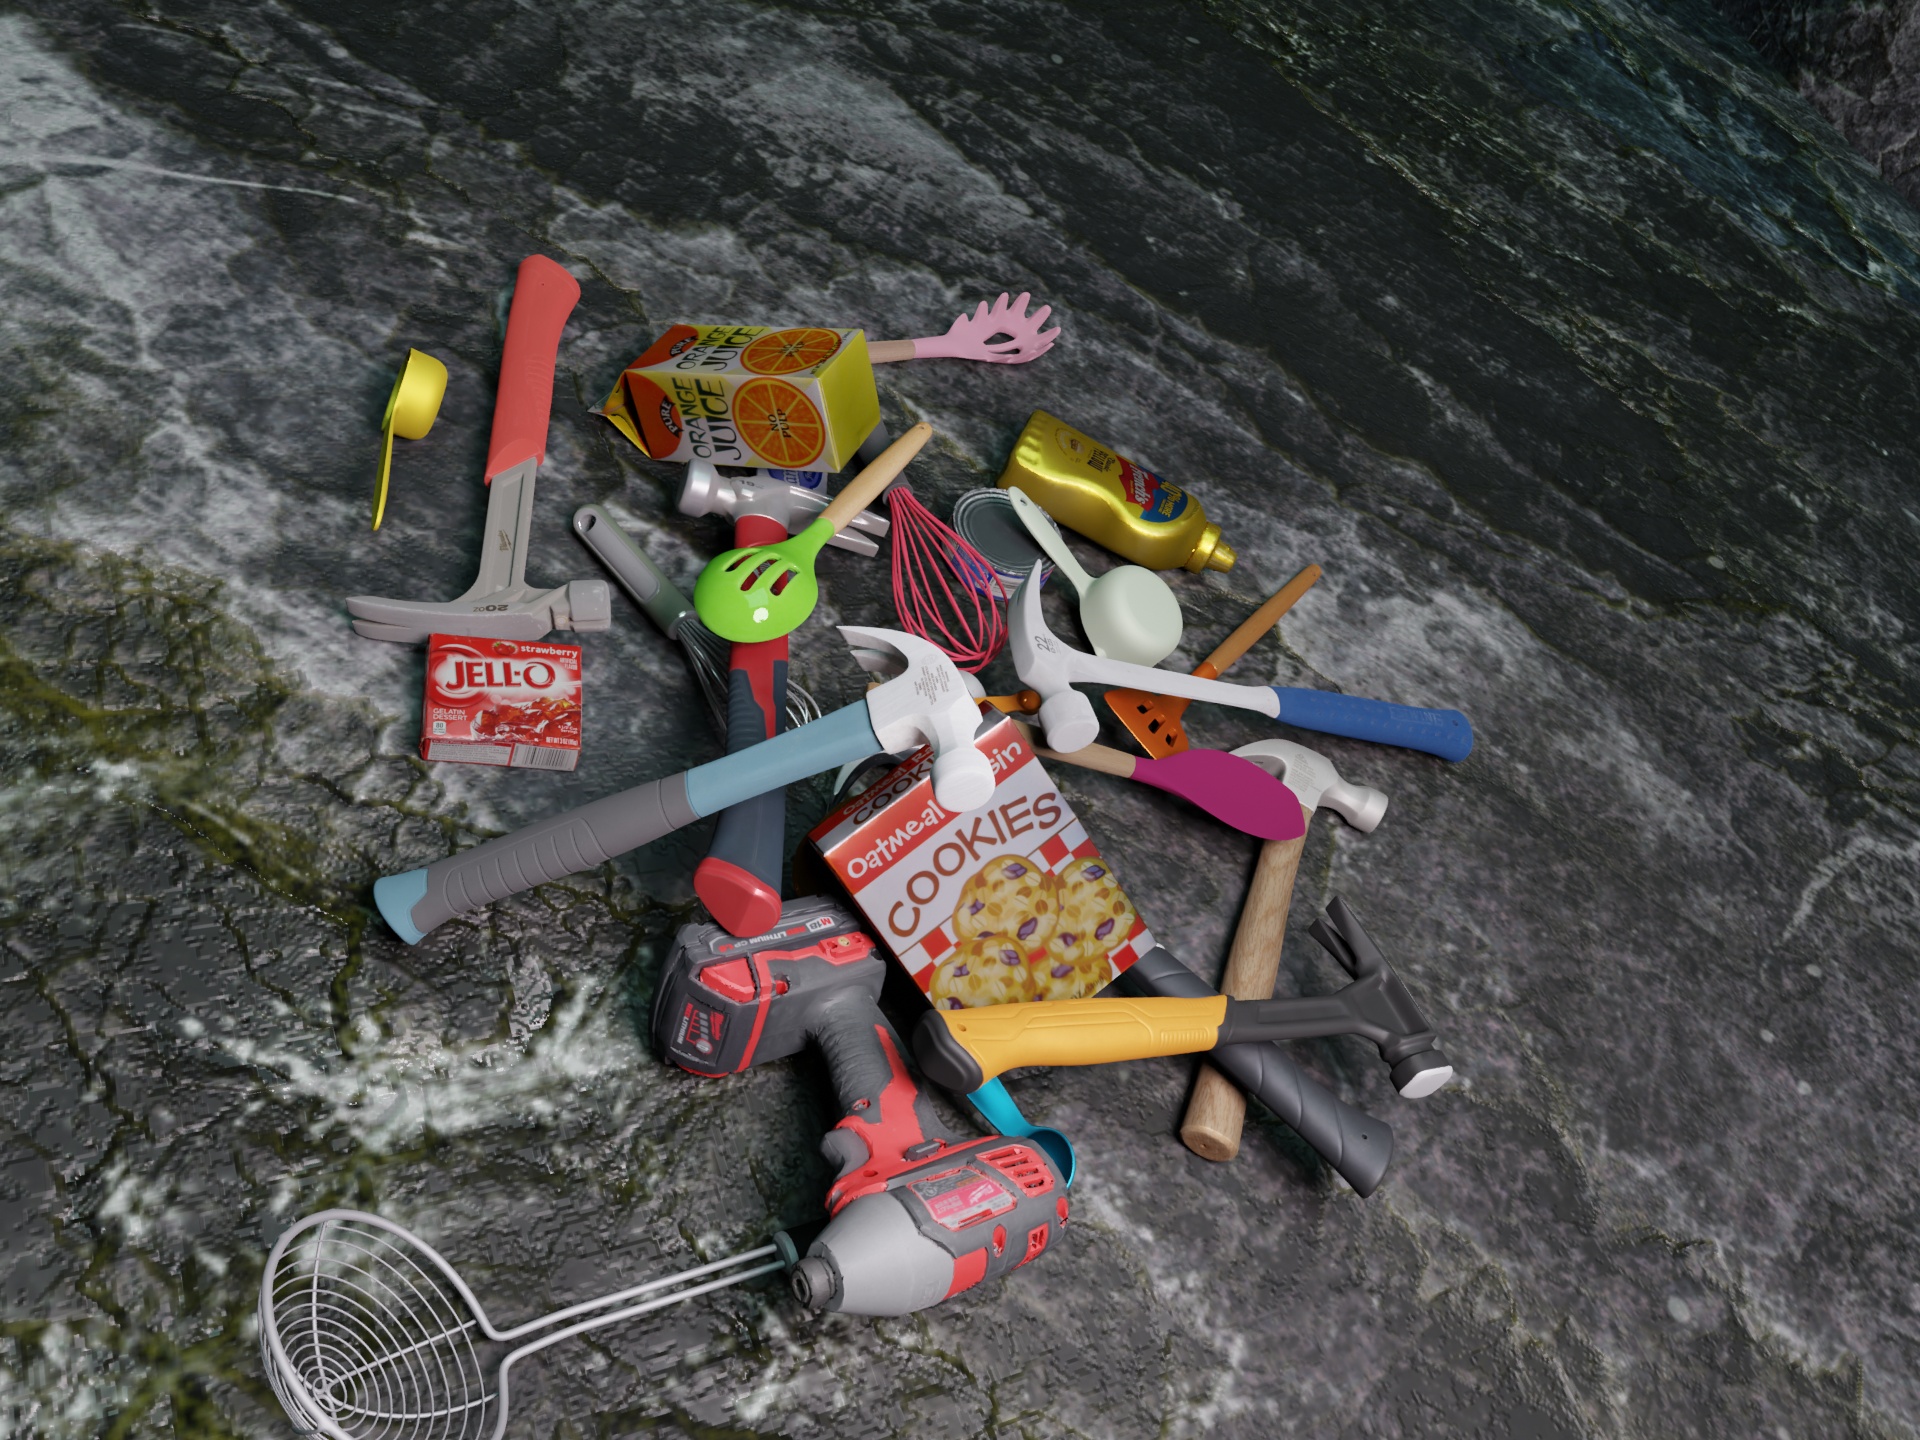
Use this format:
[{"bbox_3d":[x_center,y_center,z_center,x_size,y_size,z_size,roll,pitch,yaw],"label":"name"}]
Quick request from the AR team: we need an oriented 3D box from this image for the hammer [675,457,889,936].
[{"bbox_3d":[-0.105,-0.025,0.942,0.143,0.038,0.387,15,38,-18],"label":"hammer"}]

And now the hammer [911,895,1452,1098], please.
[{"bbox_3d":[0.119,0.158,0.862,0.336,0.034,0.127,3,44,-34],"label":"hammer"}]

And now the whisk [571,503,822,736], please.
[{"bbox_3d":[-0.170,-0.055,1.002,0.246,0.058,0.059,46,6,20],"label":"whisk"}]

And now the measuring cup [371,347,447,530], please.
[{"bbox_3d":[-0.348,-0.172,1.002,0.029,0.062,0.157,17,45,-28],"label":"measuring cup"}]

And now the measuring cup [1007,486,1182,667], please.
[{"bbox_3d":[0.098,-0.109,1.141,0.167,0.038,0.083,49,45,-11],"label":"measuring cup"}]

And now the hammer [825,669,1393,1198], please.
[{"bbox_3d":[0.090,0.129,0.952,0.409,0.036,0.149,41,49,19],"label":"hammer"}]

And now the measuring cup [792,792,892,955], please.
[{"bbox_3d":[-0.021,0.117,0.922,0.173,0.095,0.052,52,28,-8],"label":"measuring cup"}]

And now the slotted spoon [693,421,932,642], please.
[{"bbox_3d":[-0.080,-0.136,1.031,0.070,0.031,0.314,25,36,8],"label":"slotted spoon"}]

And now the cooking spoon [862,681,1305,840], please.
[{"bbox_3d":[0.086,0.023,1.018,0.318,0.017,0.069,16,44,-20],"label":"cooking spoon"}]

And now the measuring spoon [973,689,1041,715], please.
[{"bbox_3d":[-0.002,-0.003,1.012,0.117,0.011,0.021,-8,49,-20],"label":"measuring spoon"}]

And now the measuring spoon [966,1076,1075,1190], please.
[{"bbox_3d":[0.016,0.209,0.862,0.042,0.021,0.128,-42,103,-27],"label":"measuring spoon"}]

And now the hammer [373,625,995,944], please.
[{"bbox_3d":[-0.148,0.043,0.806,0.331,0.033,0.128,-21,45,8],"label":"hammer"}]

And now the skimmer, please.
[{"bbox_3d":[-0.130,0.249,0.739,0.363,0.090,0.127,-7,43,-31],"label":"skimmer"}]

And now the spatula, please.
[{"bbox_3d":[0.201,-0.051,1.176,0.081,0.041,0.322,49,47,2],"label":"spatula"}]

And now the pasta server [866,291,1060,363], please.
[{"bbox_3d":[-0.059,-0.296,1.256,0.316,0.040,0.060,-13,71,-32],"label":"pasta server"}]

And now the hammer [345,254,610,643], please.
[{"bbox_3d":[-0.300,-0.189,1.046,0.149,0.036,0.359,-1,50,-8],"label":"hammer"}]

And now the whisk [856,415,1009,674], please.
[{"bbox_3d":[-0.039,-0.147,1.132,0.073,0.073,0.296,-4,50,-28],"label":"whisk"}]

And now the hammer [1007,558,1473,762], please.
[{"bbox_3d":[0.205,-0.019,1.106,0.405,0.035,0.144,9,45,-32],"label":"hammer"}]

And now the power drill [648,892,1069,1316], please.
[{"bbox_3d":[-0.061,0.192,0.786,0.143,0.078,0.220,-10,43,-38],"label":"power drill"}]

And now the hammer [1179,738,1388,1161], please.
[{"bbox_3d":[0.192,0.135,1.027,0.130,0.031,0.331,28,47,-2],"label":"hammer"}]
